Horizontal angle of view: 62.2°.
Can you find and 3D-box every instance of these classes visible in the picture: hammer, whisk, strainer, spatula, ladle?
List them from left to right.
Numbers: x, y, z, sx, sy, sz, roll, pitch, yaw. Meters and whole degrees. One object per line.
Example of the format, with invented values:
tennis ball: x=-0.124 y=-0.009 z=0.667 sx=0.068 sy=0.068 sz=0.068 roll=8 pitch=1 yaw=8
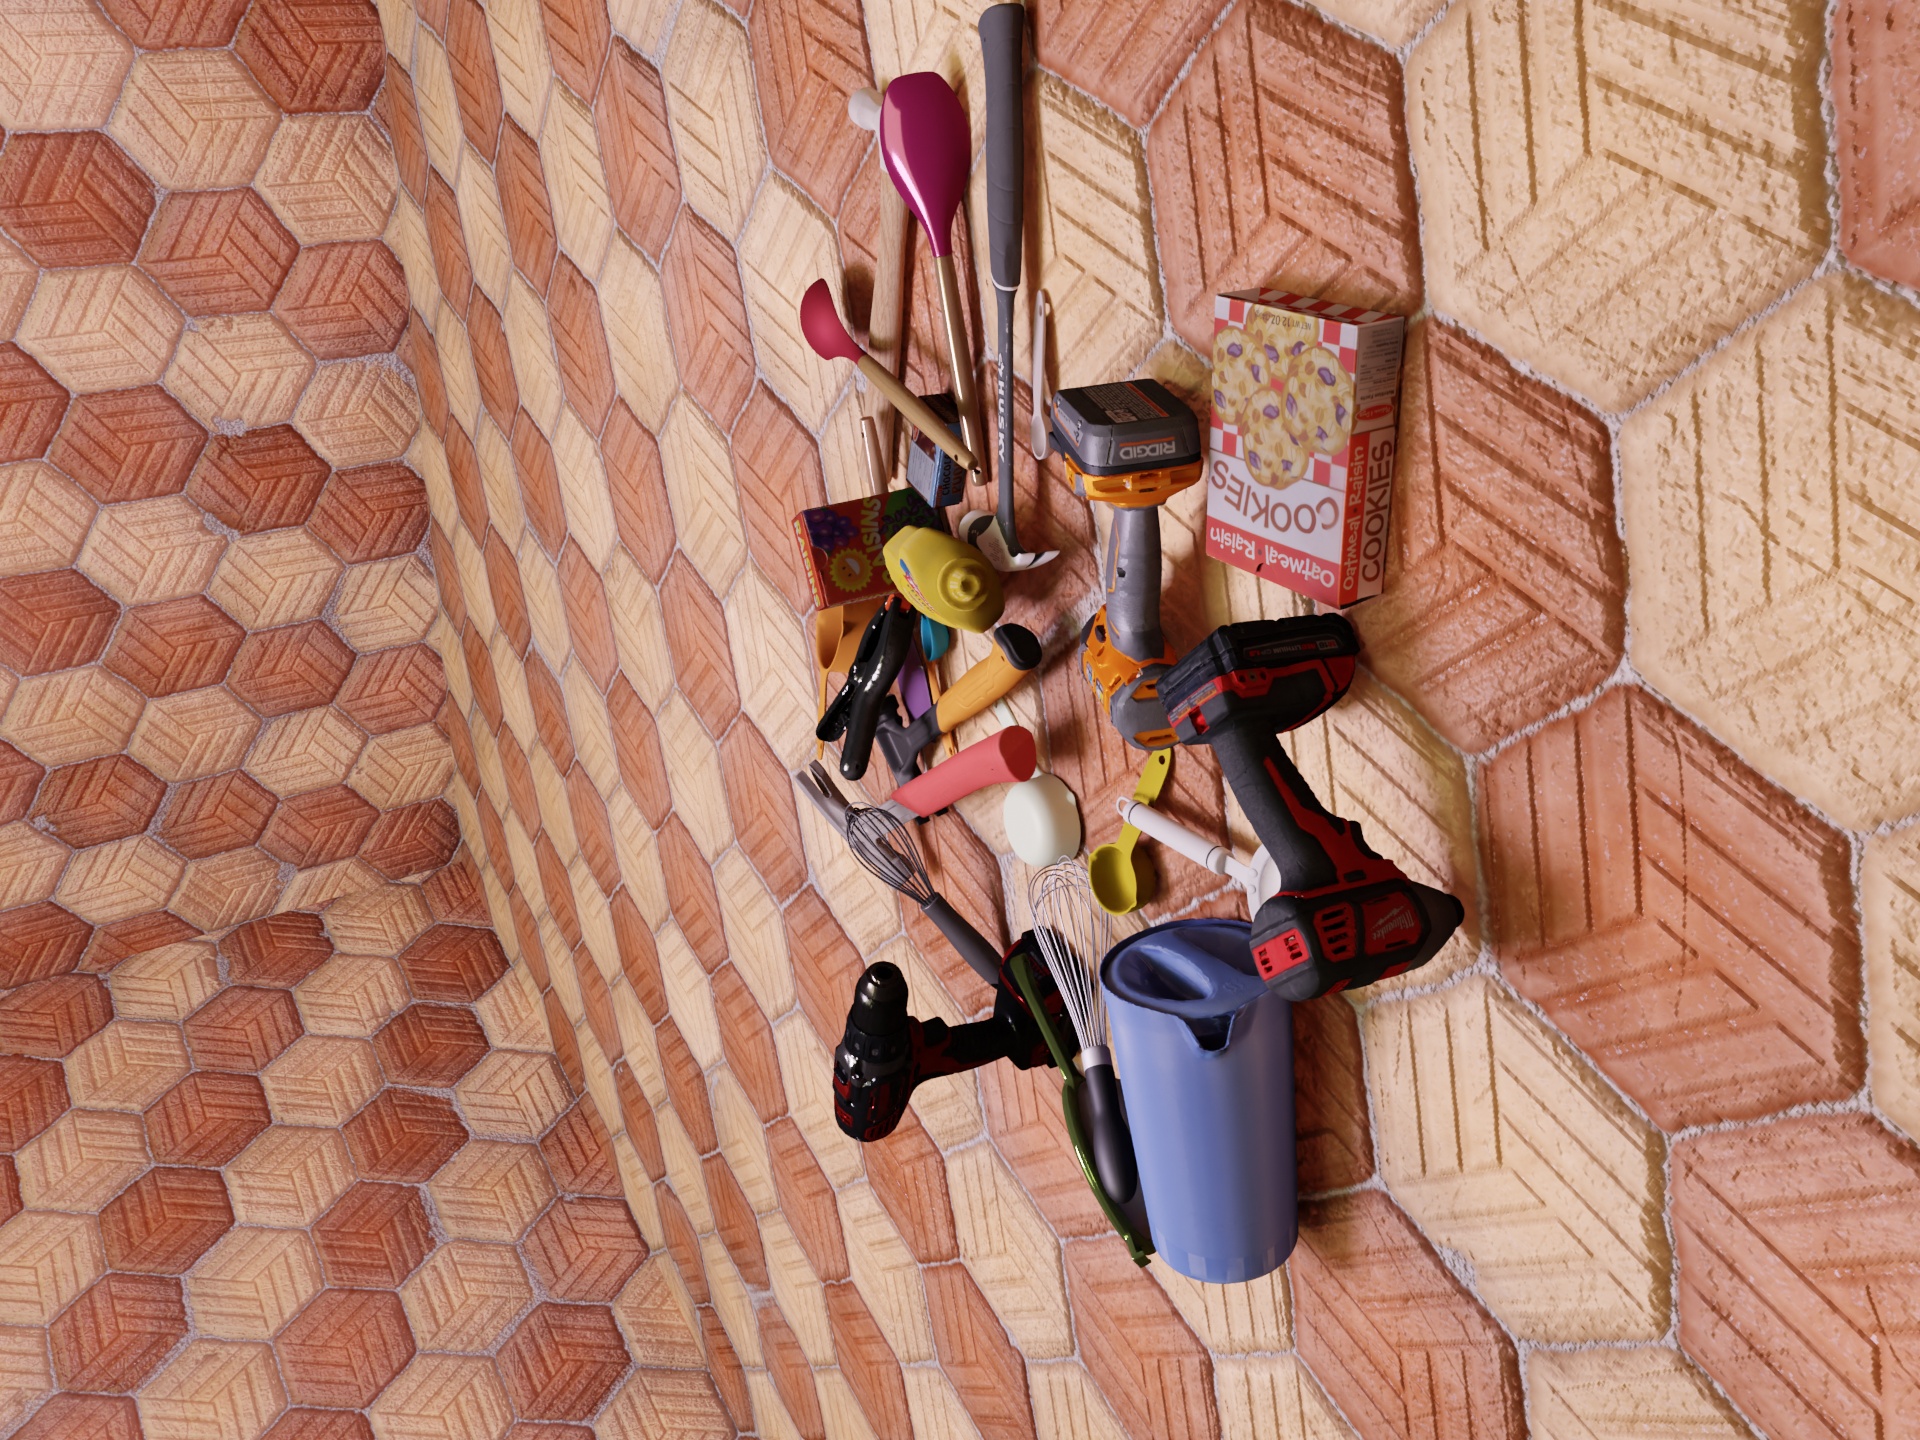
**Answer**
ladle: x=-0.067 y=-0.286 z=1.327 sx=0.316 sy=0.031 sz=0.069 roll=50 pitch=145 yaw=41
hammer: x=-0.060 y=-0.350 z=1.351 sx=0.130 sy=0.031 sz=0.331 roll=47 pitch=142 yaw=41
spatula: x=-0.060 y=-0.124 z=1.454 sx=0.060 sy=0.018 sz=0.315 roll=30 pitch=136 yaw=52
hammer: x=-0.036 y=0.058 z=1.409 sx=0.149 sy=0.037 sz=0.359 roll=49 pitch=151 yaw=-4
whisk: x=-0.024 y=0.164 z=1.448 sx=0.238 sy=0.055 sz=0.055 roll=49 pitch=156 yaw=-16
hammer: x=-0.002 y=-0.004 z=1.378 sx=0.127 sy=0.034 sz=0.337 roll=65 pitch=156 yaw=7
hammer: x=0.033 y=-0.307 z=1.177 sx=0.149 sy=0.036 sz=0.408 roll=-132 pitch=38 yaw=-63
whisk: x=0.101 y=0.233 z=1.235 sx=0.070 sy=0.070 sz=0.285 roll=115 pitch=151 yaw=-51
strainer: x=0.122 y=0.295 z=1.276 sx=0.256 sy=0.069 sz=0.151 roll=64 pitch=-167 yaw=7
strainer: x=0.188 y=0.099 z=1.106 sx=0.259 sy=0.050 sz=0.086 roll=30 pitch=122 yaw=53

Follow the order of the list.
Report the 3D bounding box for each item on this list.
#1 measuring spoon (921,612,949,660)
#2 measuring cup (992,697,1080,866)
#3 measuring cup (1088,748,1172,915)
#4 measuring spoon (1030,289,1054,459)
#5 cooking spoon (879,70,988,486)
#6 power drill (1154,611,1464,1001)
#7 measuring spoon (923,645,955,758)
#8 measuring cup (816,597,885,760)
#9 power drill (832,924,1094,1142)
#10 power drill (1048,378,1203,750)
measuring spoon: x=-0.025 y=-0.118 z=1.427 sx=0.042 sy=0.021 sz=0.128 roll=177 pitch=88 yaw=-77
measuring cup: x=0.047 y=0.047 z=1.349 sx=0.168 sy=0.038 sz=0.083 roll=65 pitch=151 yaw=21
measuring cup: x=0.142 y=0.081 z=1.221 sx=0.062 sy=0.029 sz=0.156 roll=46 pitch=129 yaw=40
measuring spoon: x=0.065 y=-0.258 z=1.191 sx=0.034 sy=0.018 sz=0.124 roll=-141 pitch=49 yaw=-69
cooking spoon: x=-0.009 y=-0.339 z=1.249 sx=0.017 sy=0.069 sz=0.318 roll=-79 pitch=-20 yaw=-67
power drill: x=0.215 y=0.051 z=0.953 sx=0.078 sy=0.143 sz=0.220 roll=-45 pitch=58 yaw=54
measuring spoon: x=-0.016 y=-0.013 z=1.468 sx=0.021 sy=0.011 sz=0.117 roll=16 pitch=122 yaw=64
measuring cup: x=-0.106 y=-0.046 z=1.525 sx=0.095 sy=0.052 sz=0.173 roll=-158 pitch=72 yaw=-68
power drill: x=-0.003 y=0.250 z=1.342 sx=0.080 sy=0.226 sz=0.187 roll=48 pitch=143 yaw=39
power drill: x=0.112 y=-0.112 z=1.092 sx=0.164 sy=0.084 sz=0.226 roll=-113 pitch=16 yaw=-64
